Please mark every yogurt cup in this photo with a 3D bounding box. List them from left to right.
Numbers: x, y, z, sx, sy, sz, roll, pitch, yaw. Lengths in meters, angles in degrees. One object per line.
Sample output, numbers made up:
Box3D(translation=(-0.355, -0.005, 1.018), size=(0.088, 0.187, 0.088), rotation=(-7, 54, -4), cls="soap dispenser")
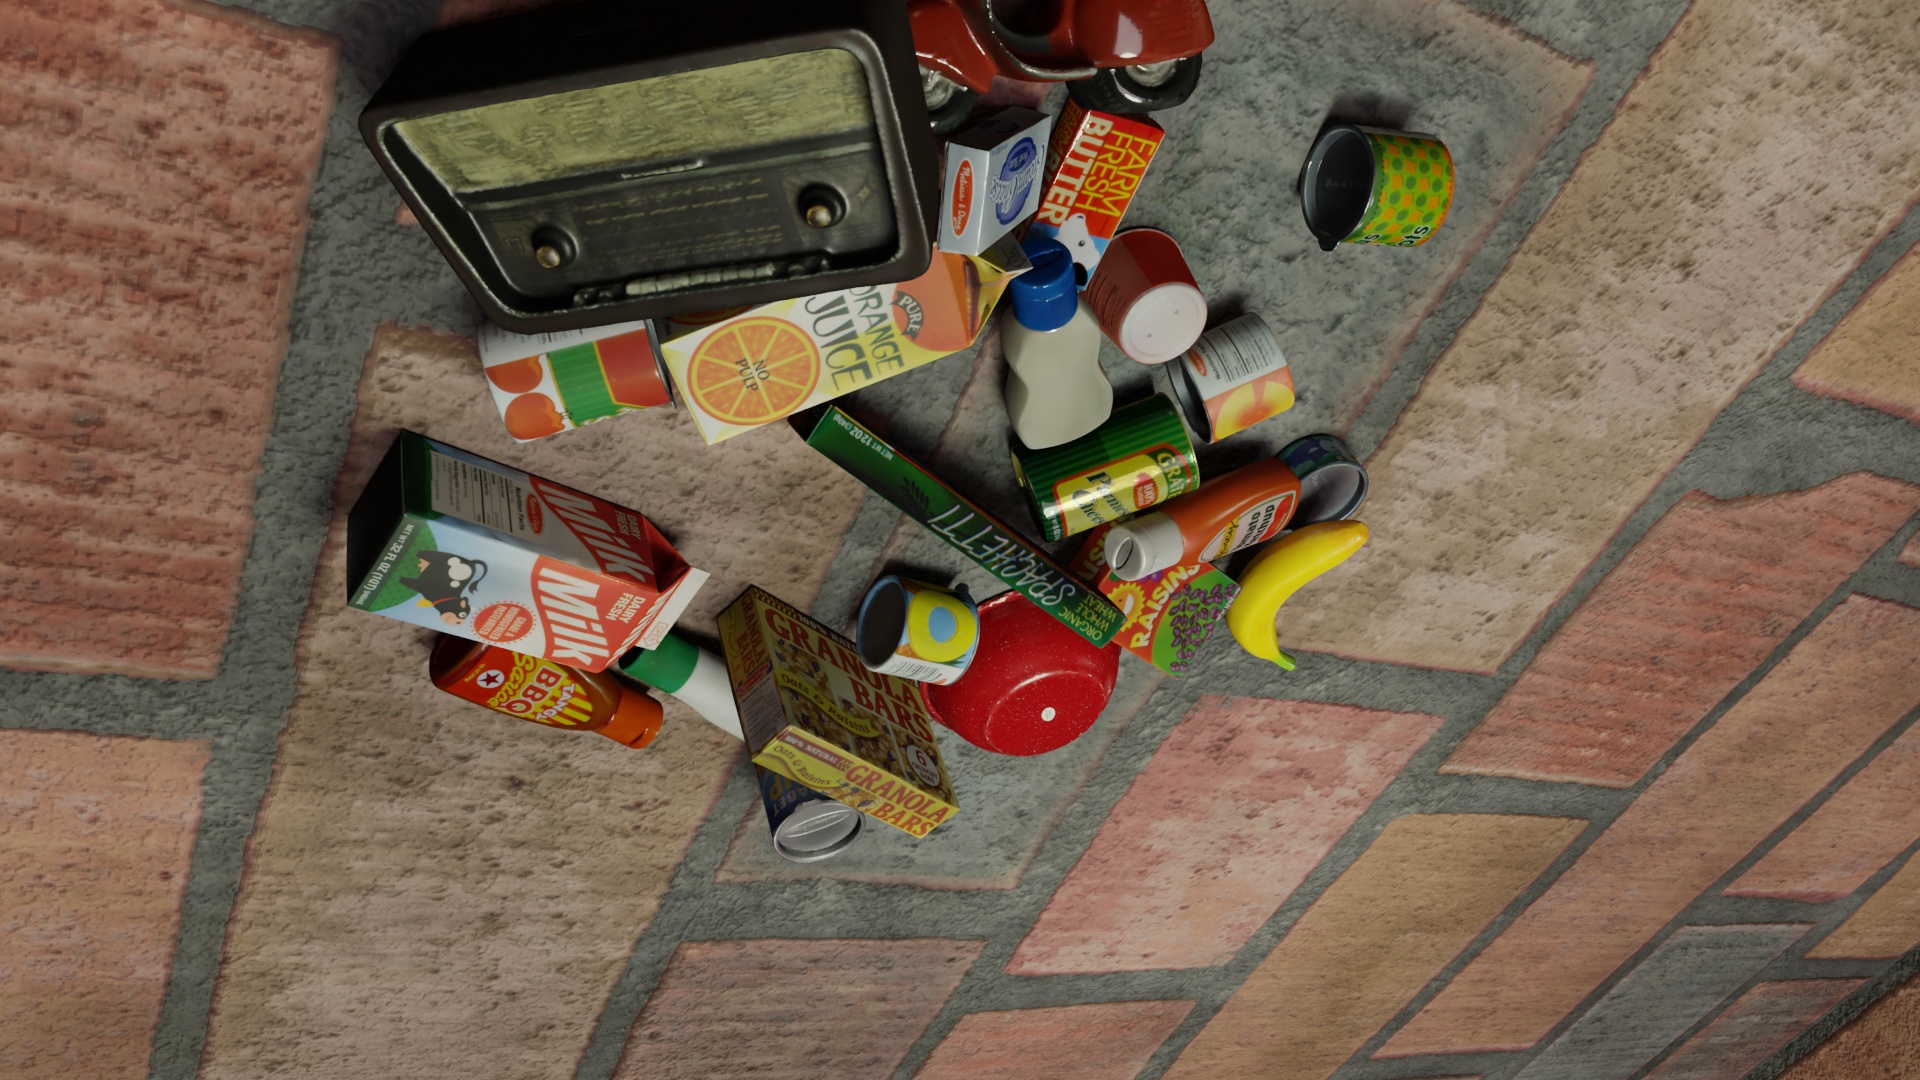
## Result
Box3D(translation=(0.108, -0.140, 0.809), size=(0.072, 0.054, 0.072), rotation=(-12, 133, -12), cls="yogurt cup")

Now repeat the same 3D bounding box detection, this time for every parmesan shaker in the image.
Box3D(translation=(0.091, -0.044, 0.883), size=(0.103, 0.071, 0.071), rotation=(-21, 136, -3), cls="parmesan shaker")

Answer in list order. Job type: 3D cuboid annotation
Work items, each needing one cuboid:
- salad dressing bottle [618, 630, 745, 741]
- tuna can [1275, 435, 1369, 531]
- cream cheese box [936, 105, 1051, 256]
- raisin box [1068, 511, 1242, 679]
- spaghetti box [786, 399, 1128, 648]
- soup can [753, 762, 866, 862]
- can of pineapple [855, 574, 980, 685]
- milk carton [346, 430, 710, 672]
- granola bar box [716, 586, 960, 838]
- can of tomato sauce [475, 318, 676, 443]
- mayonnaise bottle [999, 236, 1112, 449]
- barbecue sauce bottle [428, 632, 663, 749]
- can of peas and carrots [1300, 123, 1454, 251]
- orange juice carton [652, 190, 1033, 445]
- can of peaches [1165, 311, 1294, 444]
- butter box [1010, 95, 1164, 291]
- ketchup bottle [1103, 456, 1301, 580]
Box3D(translation=(-0.156, 0.101, 0.922), size=(0.147, 0.064, 0.044), rotation=(35, 96, -32), cls="salad dressing bottle")
Box3D(translation=(0.247, -0.038, 0.977), size=(0.071, 0.033, 0.070), rotation=(-12, 134, -12), cls="tuna can")
Box3D(translation=(0.017, -0.182, 0.698), size=(0.024, 0.104, 0.053), rotation=(16, 120, 14), cls="cream cheese box")
Box3D(translation=(0.131, 0.035, 0.977), size=(0.123, 0.040, 0.086), rotation=(32, 95, -40), cls="raisin box")
Box3D(translation=(0.003, -0.011, 0.847), size=(0.250, 0.050, 0.028), rotation=(35, 95, -28), cls="spaghetti box")
Box3D(translation=(-0.109, 0.173, 0.989), size=(0.071, 0.084, 0.071), rotation=(-12, 134, -12), cls="soup can")
Box3D(translation=(-0.029, 0.058, 0.930), size=(0.058, 0.071, 0.070), rotation=(15, 124, -33), cls="can of pineapple")
Box3D(translation=(-0.241, 0.016, 0.794), size=(0.190, 0.074, 0.072), rotation=(21, 120, -37), cls="milk carton")
Box3D(translation=(-0.081, 0.115, 0.917), size=(0.039, 0.125, 0.165), rotation=(-40, 133, 16), cls="granola bar box")
Box3D(translation=(-0.197, -0.091, 0.717), size=(0.083, 0.071, 0.070), rotation=(-16, 135, -7), cls="can of tomato sauce")
Box3D(translation=(0.052, -0.112, 0.799), size=(0.065, 0.041, 0.147), rotation=(-22, 149, -4), cls="mayonnaise bottle")
Box3D(translation=(-0.255, 0.091, 0.880), size=(0.064, 0.044, 0.148), rotation=(-41, 134, 15), cls="barbecue sauce bottle")
Box3D(translation=(0.238, -0.200, 0.796), size=(0.059, 0.071, 0.070), rotation=(-1, 131, -22), cls="can of peas and carrots")
Box3D(translation=(-0.062, -0.130, 0.734), size=(0.193, 0.072, 0.072), rotation=(-21, 136, -3), cls="orange juice carton")
Box3D(translation=(0.167, -0.100, 0.863), size=(0.058, 0.071, 0.071), rotation=(-24, 136, -1), cls="can of peaches")
Box3D(translation=(0.066, -0.190, 0.765), size=(0.053, 0.024, 0.103), rotation=(7, 128, -28), cls="butter box")
Box3D(translation=(0.158, -0.011, 0.916), size=(0.149, 0.043, 0.064), rotation=(-18, 145, -36), cls="ketchup bottle")
